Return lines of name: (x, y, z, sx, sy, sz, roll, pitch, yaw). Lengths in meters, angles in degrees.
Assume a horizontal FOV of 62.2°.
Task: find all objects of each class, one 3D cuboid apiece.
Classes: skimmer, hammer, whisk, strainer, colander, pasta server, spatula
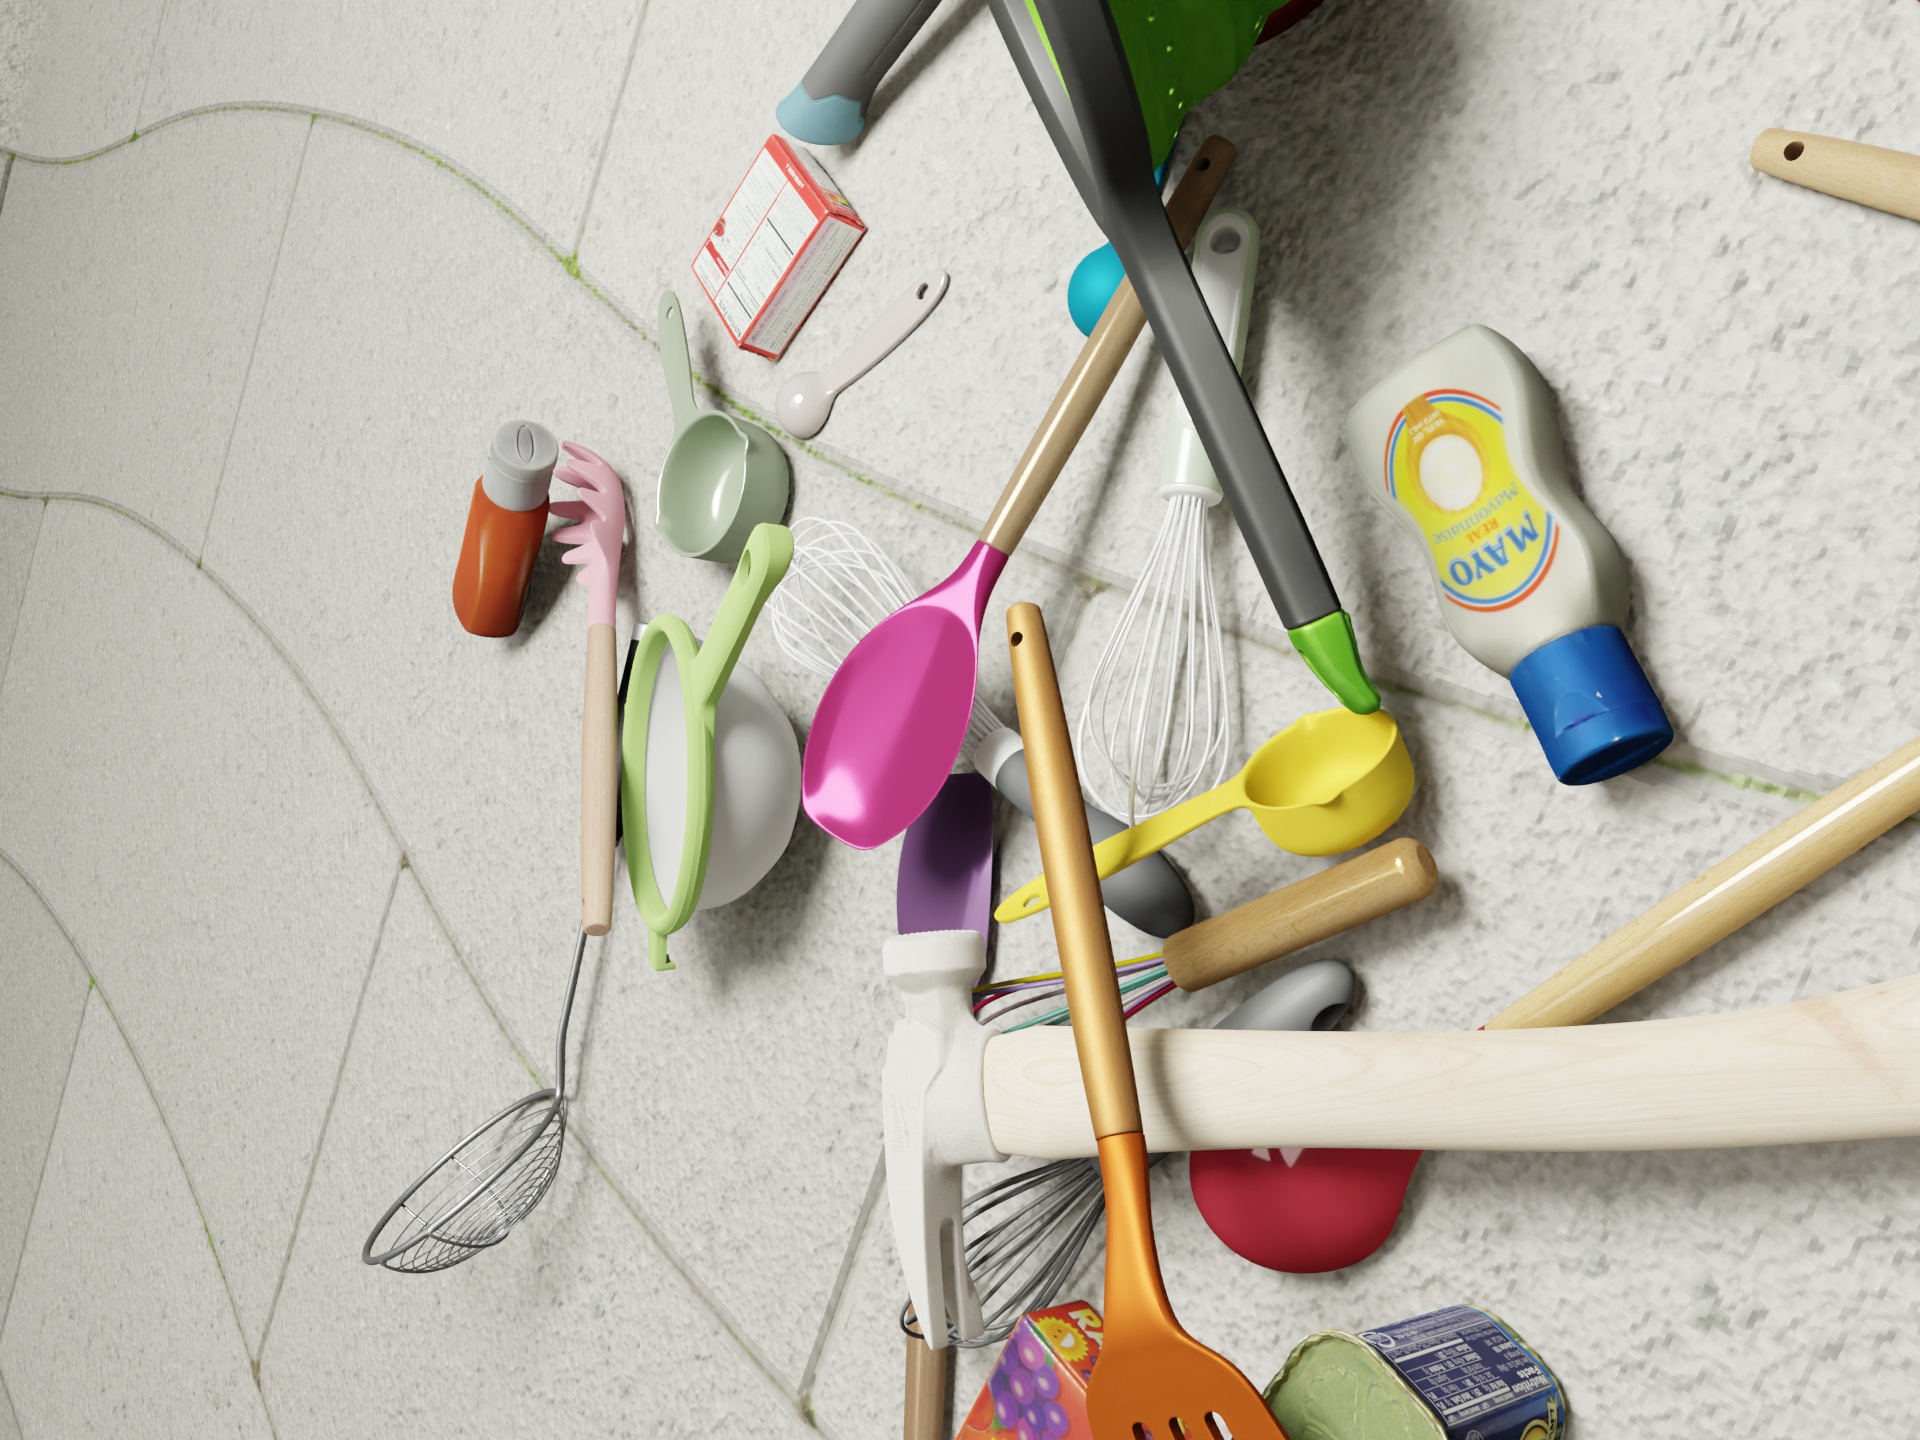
skimmer: (-0.236, 0.118, 0.858, 0.127, 0.090, 0.363, -166, 89, -77)
hammer: (0.143, 0.119, 0.471, 0.411, 0.038, 0.146, -12, 76, 36)
whisk: (0.066, 0.100, 0.583, 0.245, 0.051, 0.047, -30, 59, 34)
strainer: (-0.096, -0.003, 0.721, 0.256, 0.069, 0.152, 124, 140, -50)
colander: (0.084, -0.197, 0.523, 0.094, 0.204, 0.397, -24, 91, 7)
whisk: (0.059, 0.165, 0.592, 0.239, 0.055, 0.055, -46, 54, 24)
pasta server: (-0.197, -0.027, 0.837, 0.060, 0.040, 0.317, 120, 150, -46)
spatula: (0.051, 0.108, 0.503, 0.081, 0.041, 0.323, -27, 60, 35)
whisk: (0.086, -0.078, 0.603, 0.058, 0.059, 0.246, 8, 83, 15)
hammer: (0.018, -0.373, 0.690, 0.331, 0.128, 0.033, -39, 58, 44)
whisk: (0.000, -0.002, 0.674, 0.285, 0.070, 0.070, 43, 113, 35)
spatula: (-0.012, 0.179, 0.675, 0.060, 0.018, 0.316, -7, 77, 45)

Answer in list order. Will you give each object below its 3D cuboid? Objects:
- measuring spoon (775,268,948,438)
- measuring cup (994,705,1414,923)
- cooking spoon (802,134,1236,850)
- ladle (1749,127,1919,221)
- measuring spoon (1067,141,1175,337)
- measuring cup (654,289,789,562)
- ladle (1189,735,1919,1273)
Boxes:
measuring spoon: (-0.052, -0.182, 0.777, 0.124, 0.018, 0.034, -35, 60, 35)
measuring cup: (0.085, 0.044, 0.555, 0.156, 0.029, 0.062, -28, 21, 17)
cooking spoon: (0.027, -0.091, 0.640, 0.069, 0.017, 0.319, 31, 93, 27)
ladle: (0.322, -0.100, 0.365, 0.320, 0.062, 0.078, 41, 111, 44)
measuring spoon: (0.069, -0.222, 0.659, 0.042, 0.021, 0.128, 20, 98, 45)
measuring cup: (-0.131, -0.158, 0.840, 0.083, 0.038, 0.168, -35, 58, 36)
ladle: (0.186, 0.086, 0.484, 0.069, 0.031, 0.315, 49, 117, 5)
